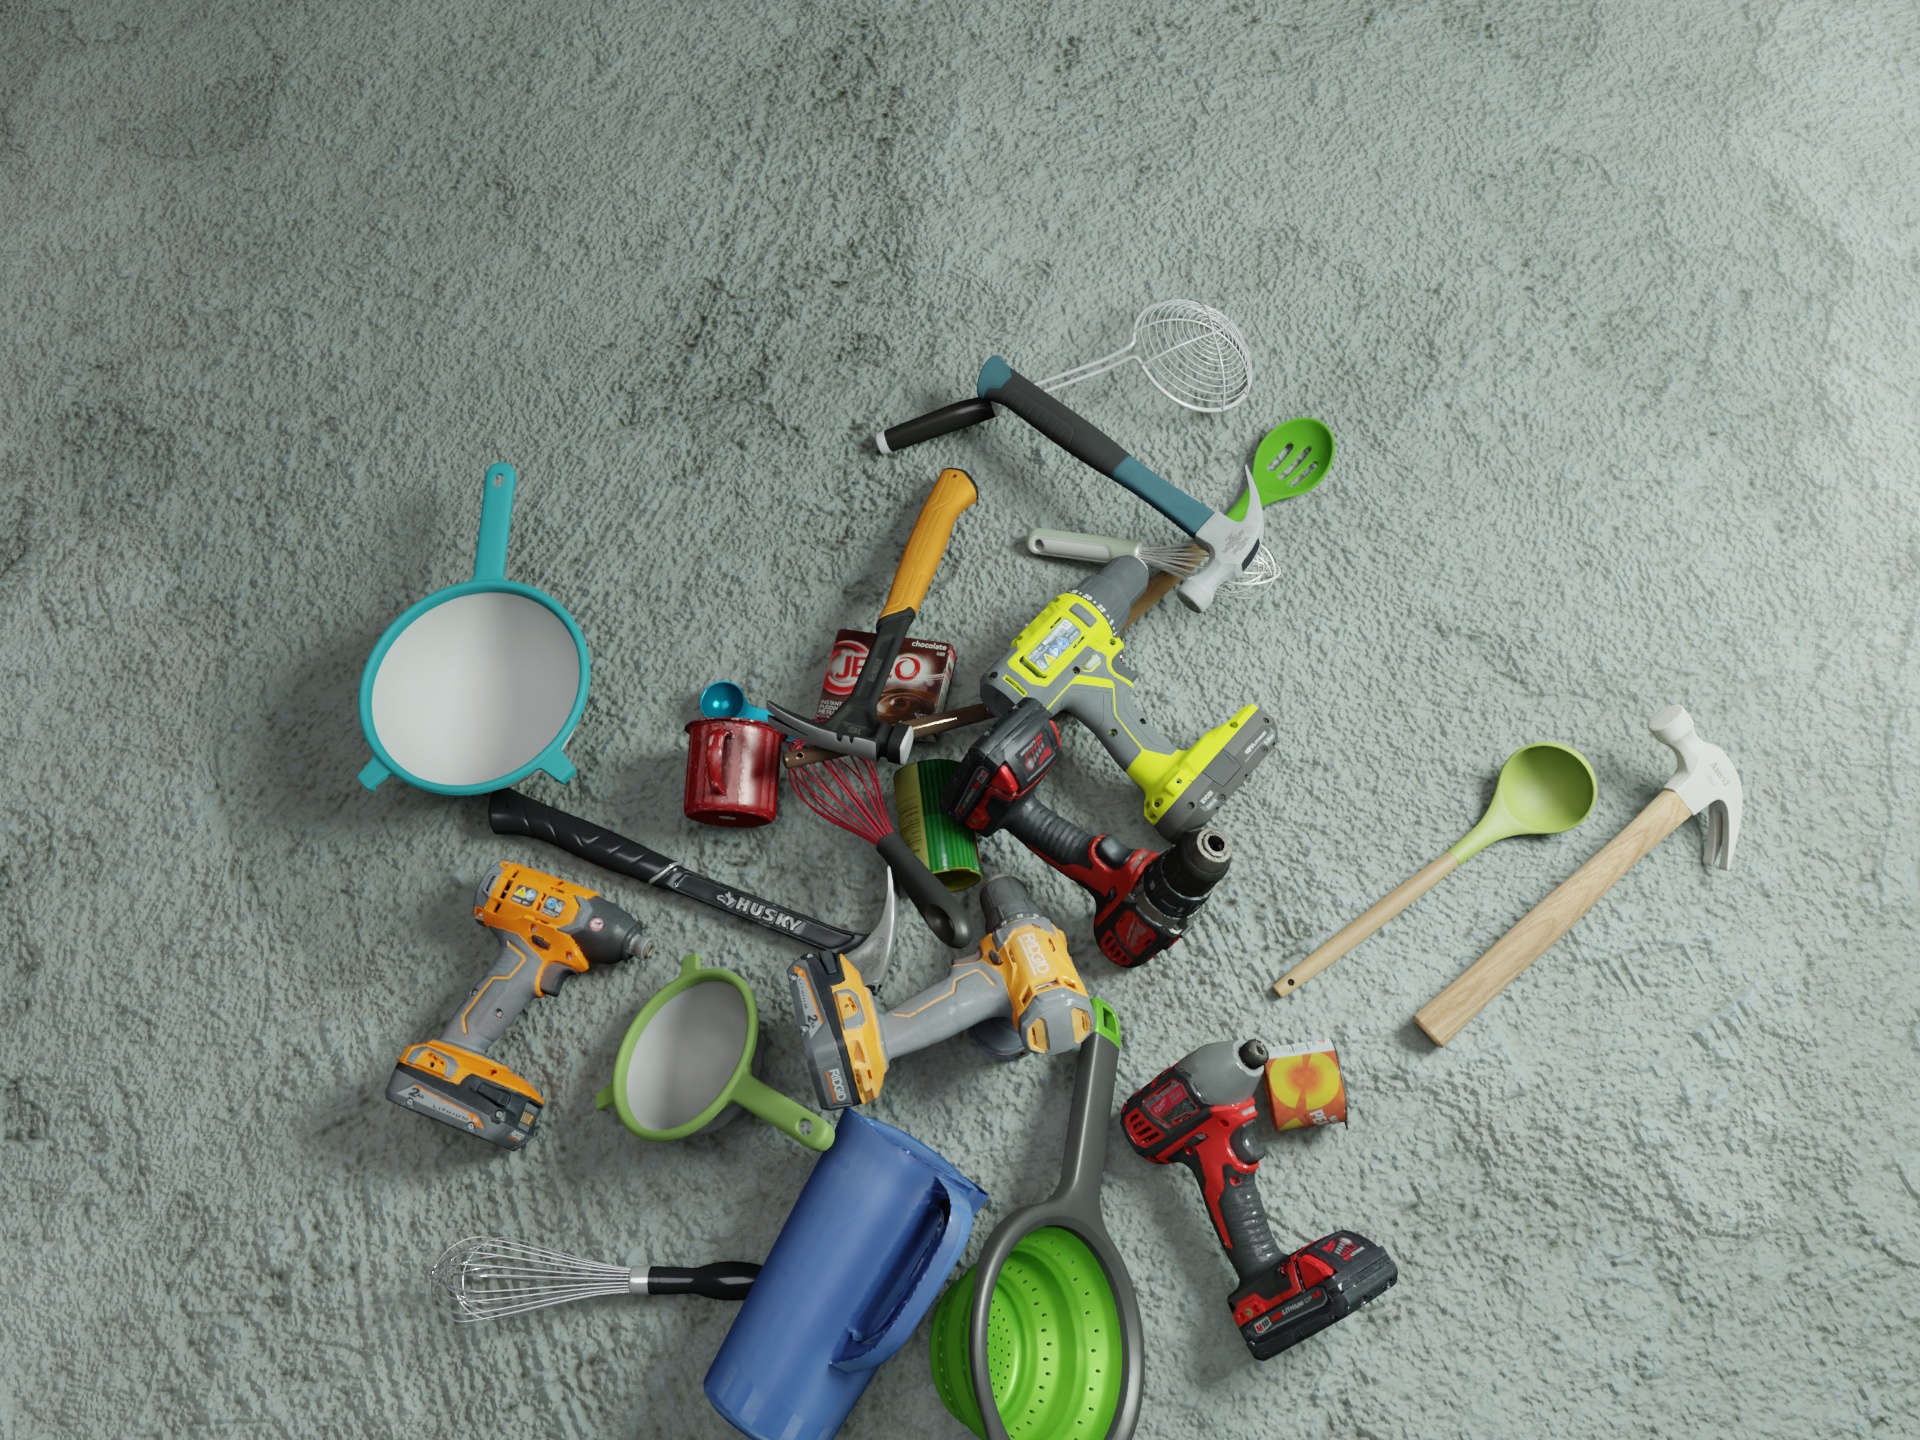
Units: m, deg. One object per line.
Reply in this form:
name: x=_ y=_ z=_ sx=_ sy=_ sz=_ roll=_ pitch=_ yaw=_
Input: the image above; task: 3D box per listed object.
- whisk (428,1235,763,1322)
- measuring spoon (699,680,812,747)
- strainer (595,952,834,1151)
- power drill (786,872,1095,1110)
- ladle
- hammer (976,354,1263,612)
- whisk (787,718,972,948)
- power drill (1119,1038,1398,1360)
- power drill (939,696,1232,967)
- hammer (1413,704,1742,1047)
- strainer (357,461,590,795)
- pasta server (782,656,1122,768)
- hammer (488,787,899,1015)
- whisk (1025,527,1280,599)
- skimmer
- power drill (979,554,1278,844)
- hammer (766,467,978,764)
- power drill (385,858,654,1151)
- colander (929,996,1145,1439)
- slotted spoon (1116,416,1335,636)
whisk: x=-0.291 y=0.455 z=1.289 sx=0.284 sy=0.070 sz=0.070 roll=0 pitch=69 yaw=3
measuring spoon: x=-0.180 y=0.002 z=1.469 sx=0.128 sy=0.021 sz=0.042 roll=23 pitch=71 yaw=6
strainer: x=-0.176 y=0.298 z=1.287 sx=0.256 sy=0.069 sz=0.151 roll=17 pitch=69 yaw=43
power drill: x=-0.022 y=0.210 z=1.289 sx=0.226 sy=0.084 sz=0.186 roll=-15 pitch=36 yaw=-6
ladle: x=0.390 y=0.129 z=1.318 sx=0.320 sy=0.062 sz=0.078 roll=-36 pitch=77 yaw=-4
hammer: x=0.135 y=-0.233 z=1.431 sx=0.128 sy=0.033 sz=0.331 roll=-46 pitch=64 yaw=-7
whisk: x=-0.070 y=0.093 z=1.347 sx=0.073 sy=0.073 sz=0.296 roll=-37 pitch=48 yaw=-7
power drill: x=0.225 y=0.355 z=1.213 sx=0.143 sy=0.078 sz=0.220 roll=-47 pitch=63 yaw=35
power drill: x=0.106 y=0.087 z=1.285 sx=0.227 sy=0.187 sz=0.080 roll=42 pitch=55 yaw=8
hammer: x=0.500 y=0.144 z=1.289 sx=0.331 sy=0.031 sz=0.130 roll=-42 pitch=101 yaw=-1
strainer: x=-0.435 y=-0.075 z=1.491 sx=0.211 sy=0.095 sz=0.341 roll=-3 pitch=66 yaw=3
pasta server: x=-0.002 y=-0.004 z=1.389 sx=0.316 sy=0.040 sz=0.060 roll=-14 pitch=74 yaw=-18
hammer: x=-0.244 y=0.138 z=1.412 sx=0.409 sy=0.036 sz=0.149 roll=20 pitch=72 yaw=15
whisk: x=0.170 y=-0.148 z=1.439 sx=0.246 sy=0.057 sz=0.059 roll=11 pitch=33 yaw=27
skimmer: x=0.099 y=-0.311 z=1.541 sx=0.363 sy=0.090 sz=0.127 roll=-17 pitch=68 yaw=12
power drill: x=0.156 y=-0.023 z=1.369 sx=0.228 sy=0.080 sz=0.190 roll=42 pitch=68 yaw=9
hammer: x=-0.059 y=-0.108 z=1.427 sx=0.127 sy=0.034 sz=0.337 roll=14 pitch=54 yaw=9
power drill: x=-0.372 y=0.245 z=1.366 sx=0.164 sy=0.084 sz=0.227 roll=17 pitch=69 yaw=13
colander: x=0.059 y=0.404 z=1.236 sx=0.094 sy=0.204 sz=0.397 roll=-19 pitch=44 yaw=37
slotted spoon: x=0.226 y=-0.165 z=1.469 sx=0.314 sy=0.031 sz=0.070 roll=-43 pitch=69 yaw=-7
